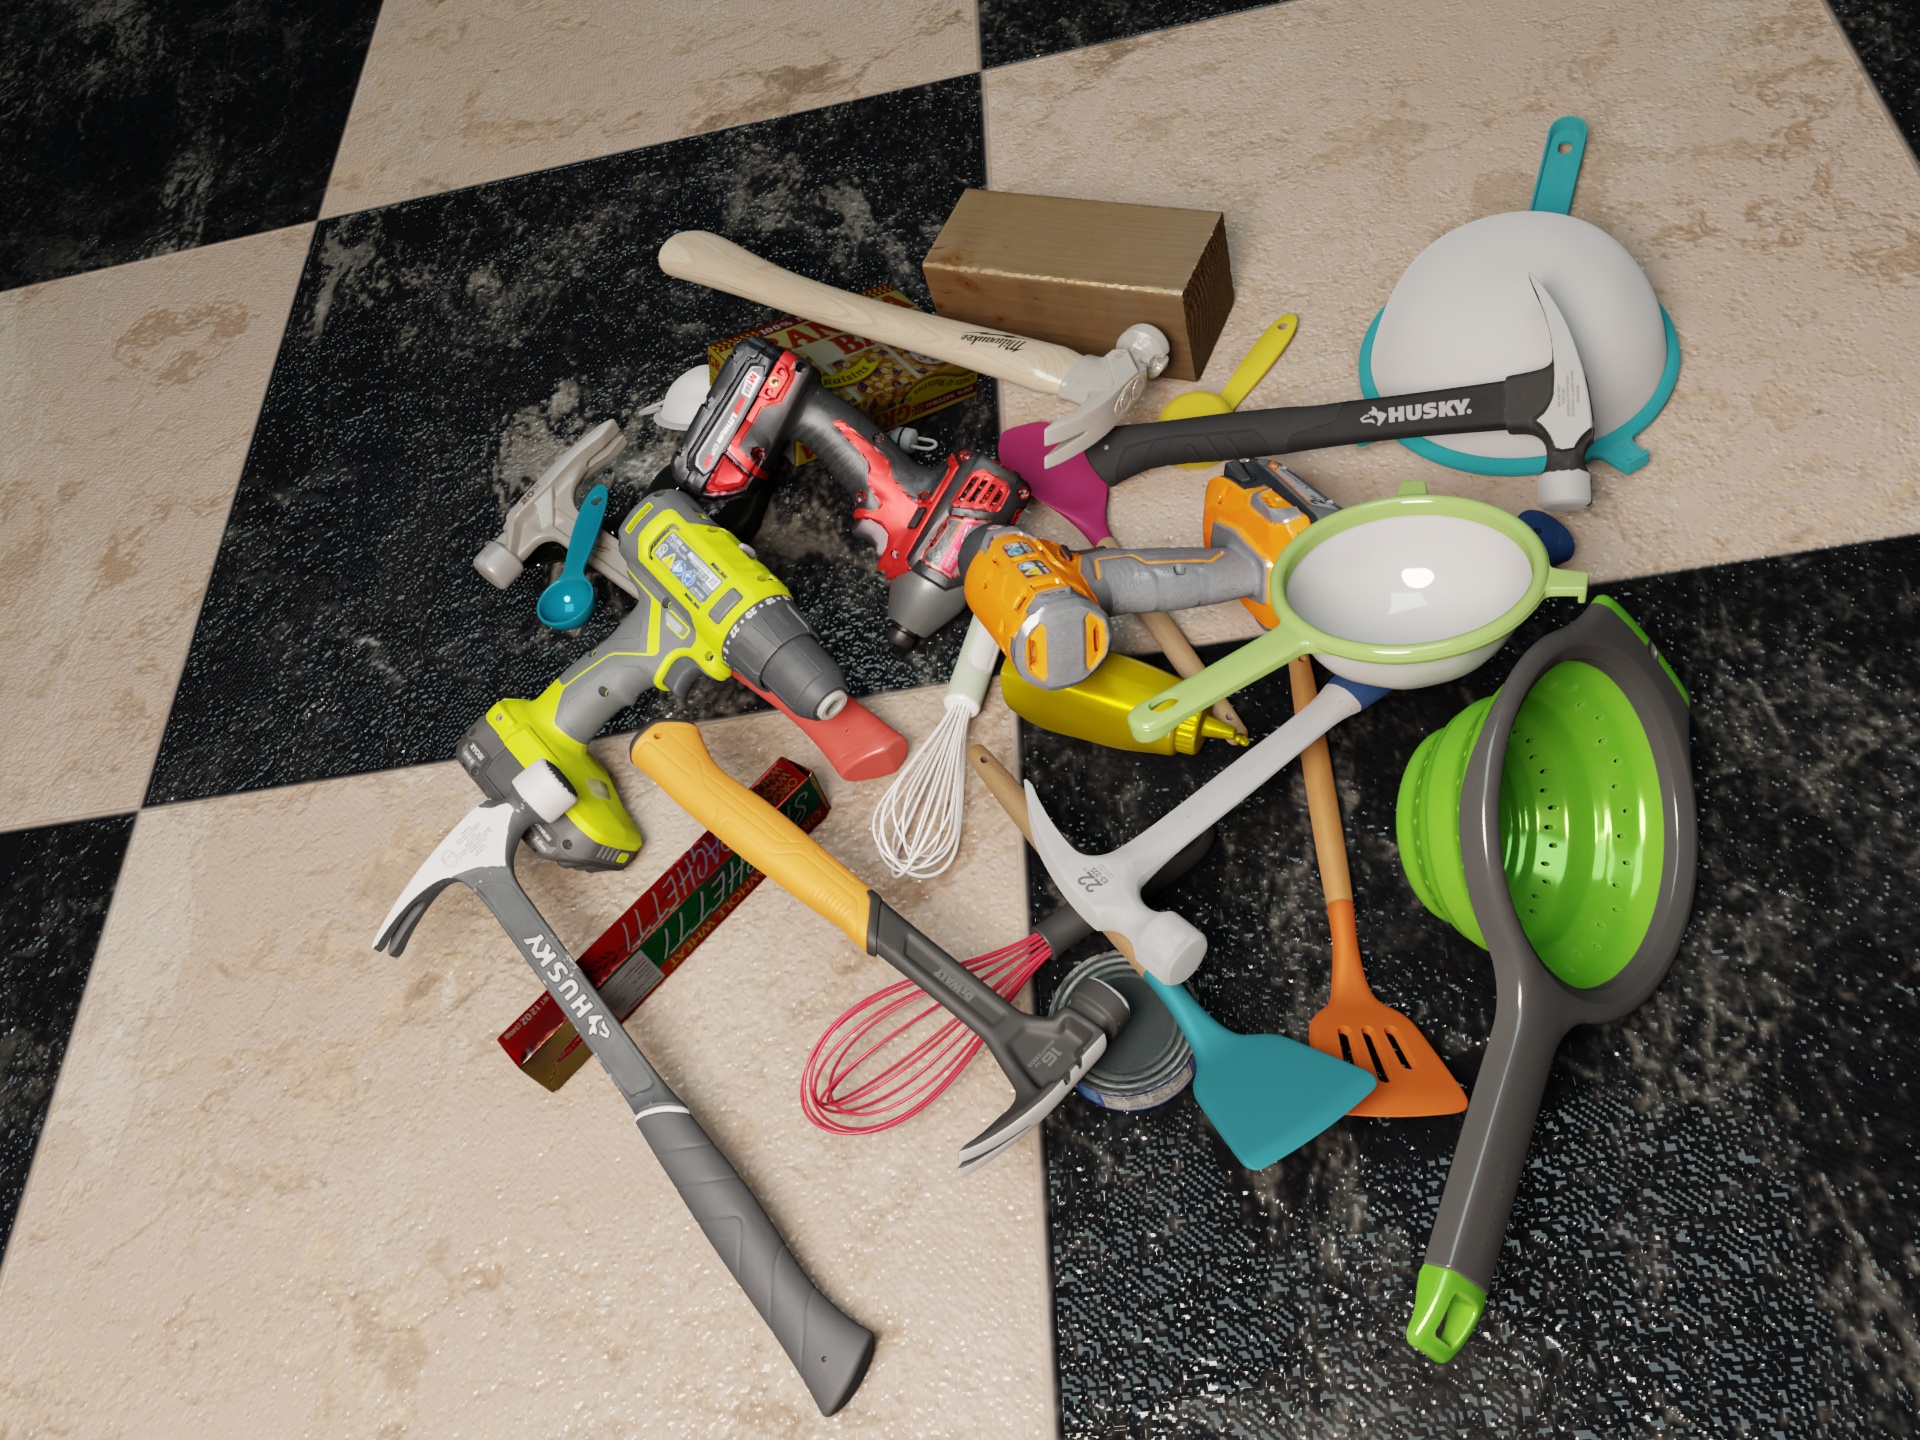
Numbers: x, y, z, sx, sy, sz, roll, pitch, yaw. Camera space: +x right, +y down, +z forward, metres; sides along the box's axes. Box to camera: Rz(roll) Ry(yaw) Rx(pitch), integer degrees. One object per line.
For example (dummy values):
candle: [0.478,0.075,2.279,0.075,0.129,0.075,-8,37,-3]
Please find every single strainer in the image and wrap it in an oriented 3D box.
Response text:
strainer: [0.208,-0.036,0.889,0.256,0.069,0.152,-28,39,-12]
strainer: [-0.136,-0.237,1.224,0.258,0.050,0.087,14,37,17]
strainer: [0.397,-0.327,1.100,0.211,0.095,0.340,10,62,22]

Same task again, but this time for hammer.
hammer: [-0.173,-0.075,1.104,0.359,0.036,0.149,34,75,23]
hammer: [0.238,-0.200,1.049,0.335,0.035,0.146,-2,86,26]
hammer: [-0.073,0.106,0.896,0.337,0.034,0.127,36,60,24]
hammer: [-0.185,0.211,0.900,0.149,0.036,0.409,-40,68,-5]
hammer: [0.214,-0.011,0.938,0.405,0.035,0.144,-36,53,-21]
hammer: [-0.062,-0.287,1.162,0.411,0.038,0.146,23,50,25]

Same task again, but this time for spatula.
spatula: [0.093,0.113,0.883,0.082,0.044,0.318,-30,55,-15]
spatula: [0.218,0.081,0.917,0.081,0.041,0.323,1,55,-3]

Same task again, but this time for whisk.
whisk: [-0.002,-0.003,1.033,0.057,0.059,0.246,27,57,-13]
whisk: [0.032,0.140,0.924,0.296,0.073,0.073,-34,55,-15]

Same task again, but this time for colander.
colander: [0.269,0.123,0.819,0.094,0.204,0.397,-6,51,51]

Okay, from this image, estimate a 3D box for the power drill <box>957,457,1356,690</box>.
power drill: [0.113,-0.099,0.998,0.226,0.084,0.164,-13,33,-14]

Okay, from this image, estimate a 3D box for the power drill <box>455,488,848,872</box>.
power drill: [-0.196,-0.012,1.028,0.228,0.080,0.191,-47,69,5]

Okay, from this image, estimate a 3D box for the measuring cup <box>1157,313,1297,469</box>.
measuring cup: [0.196,-0.246,1.143,0.062,0.029,0.156,28,71,29]

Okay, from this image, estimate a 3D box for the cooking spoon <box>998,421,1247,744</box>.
cooking spoon: [0.110,-0.102,1.081,0.068,0.017,0.319,-17,53,-17]

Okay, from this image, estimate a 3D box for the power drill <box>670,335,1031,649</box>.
power drill: [-0.077,-0.153,1.084,0.219,0.078,0.143,30,96,-1]

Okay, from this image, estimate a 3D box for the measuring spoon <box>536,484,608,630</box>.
measuring spoon: [-0.262,-0.112,1.113,0.042,0.021,0.129,-4,54,16]
